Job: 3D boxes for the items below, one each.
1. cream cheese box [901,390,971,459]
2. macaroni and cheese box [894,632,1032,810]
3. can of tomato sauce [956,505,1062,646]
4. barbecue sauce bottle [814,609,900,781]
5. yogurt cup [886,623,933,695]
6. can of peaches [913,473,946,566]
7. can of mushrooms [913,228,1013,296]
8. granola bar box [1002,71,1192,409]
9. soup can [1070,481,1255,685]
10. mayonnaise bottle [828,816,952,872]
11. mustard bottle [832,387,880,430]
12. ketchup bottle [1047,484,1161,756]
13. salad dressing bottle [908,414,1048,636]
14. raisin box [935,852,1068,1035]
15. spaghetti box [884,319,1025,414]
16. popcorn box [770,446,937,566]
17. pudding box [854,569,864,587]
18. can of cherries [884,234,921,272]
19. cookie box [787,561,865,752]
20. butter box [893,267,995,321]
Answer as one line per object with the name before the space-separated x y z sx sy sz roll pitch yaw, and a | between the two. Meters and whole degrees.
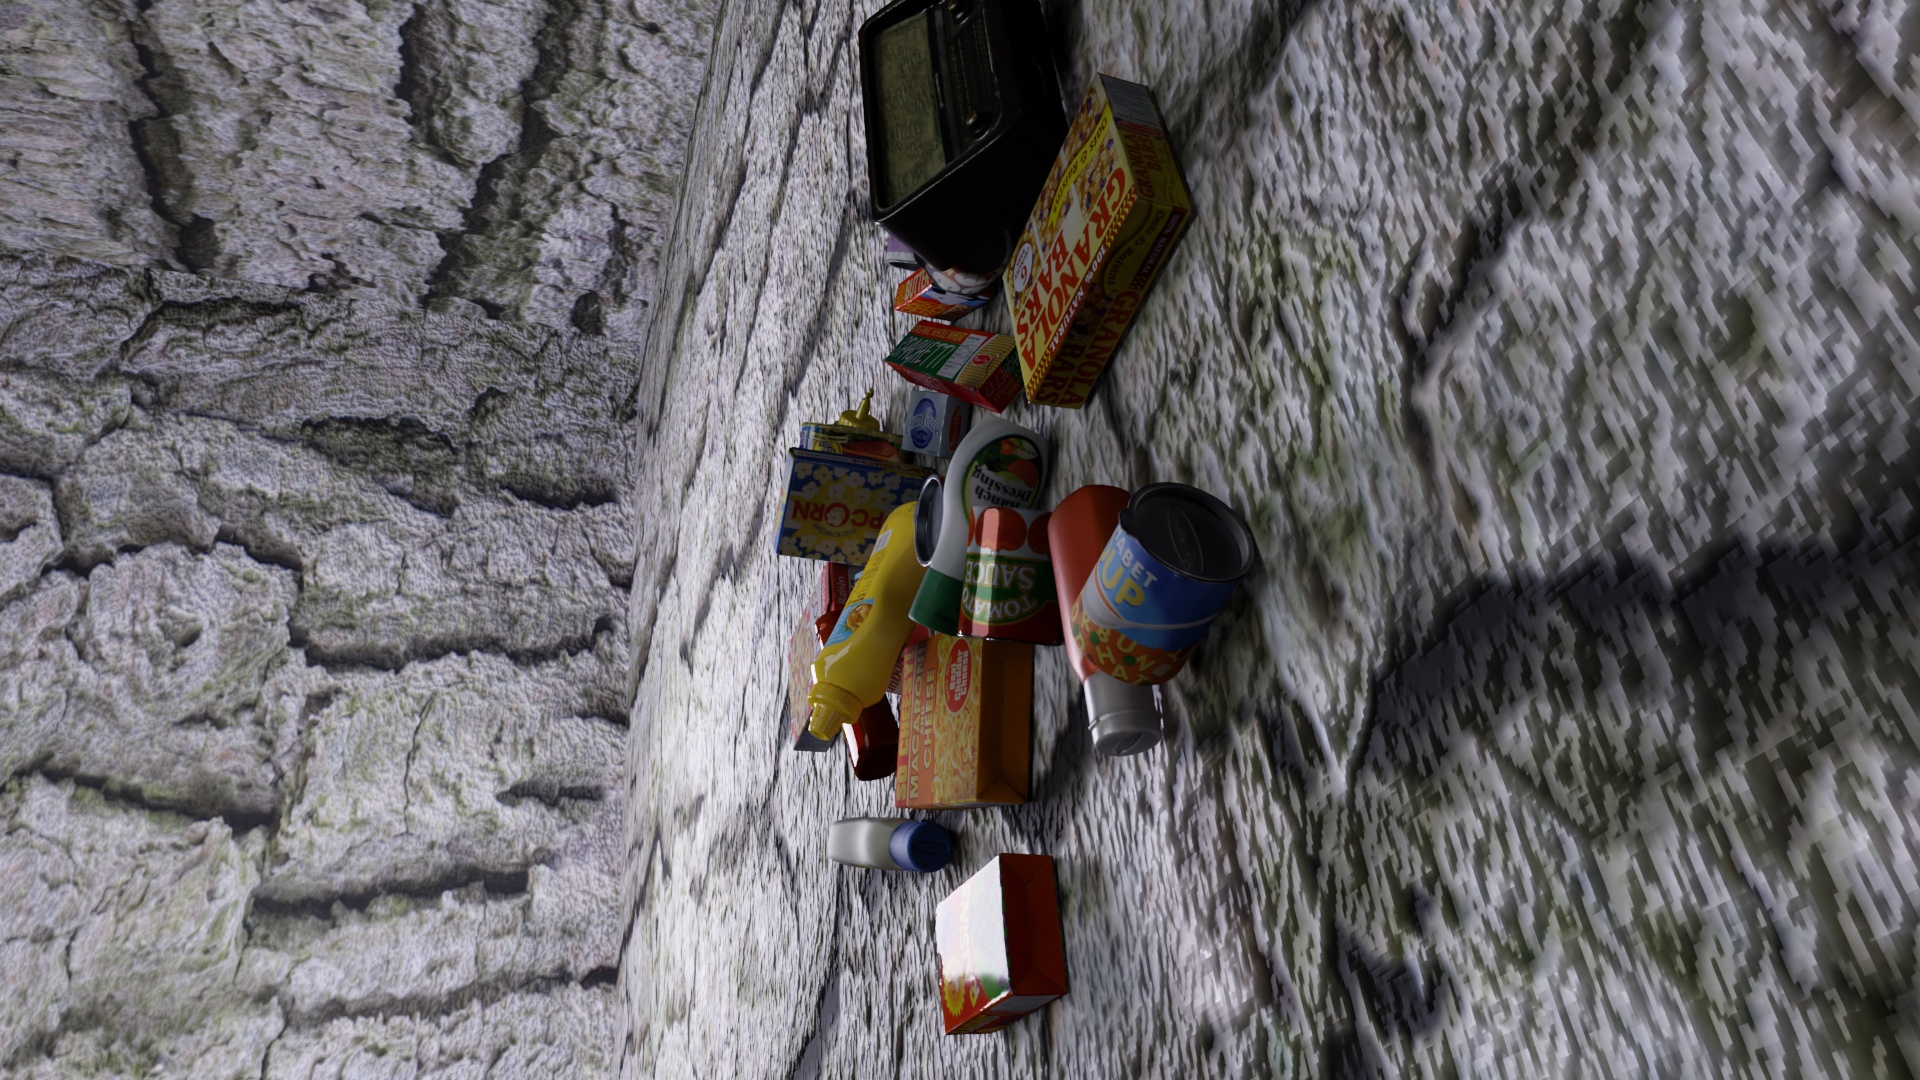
cream cheese box | -0.020 -0.095 1.137 0.104 0.024 0.053 -161 80 -70
macaroni and cheese box | 0.001 0.127 0.980 0.166 0.040 0.124 149 127 -66
can of tomato sauce | 0.034 0.022 0.877 0.071 0.071 0.083 178 98 -71
barbecue sauce bottle | -0.089 0.128 1.189 0.064 0.044 0.149 108 148 -48
yogurt cup | -0.057 0.094 1.136 0.072 0.054 0.072 -171 89 -71
can of peaches | 0.004 -0.012 0.992 0.071 0.058 0.071 -173 89 -71
can of mushrooms | 0.003 -0.220 1.045 0.033 0.071 0.071 149 125 -64
granola bar box | 0.080 -0.182 0.860 0.164 0.039 0.125 118 152 -45
soup can | 0.097 0.022 0.695 0.083 0.071 0.072 115 154 -42
mayonnaise bottle | -0.051 0.233 1.066 0.147 0.065 0.041 158 118 -64
mustard bottle | -0.111 -0.073 1.334 0.049 0.065 0.159 -112 38 -61
ketchup bottle | 0.081 0.045 0.774 0.064 0.043 0.149 121 149 -52
salad dressing bottle | 0.010 -0.009 0.932 0.147 0.064 0.044 -67 20 3
raisin box | 0.023 0.257 0.877 0.122 0.040 0.086 124 146 -54
spaghetti box | -0.003 -0.138 1.066 0.050 0.028 0.250 -49 21 -3
popcorn box | -0.087 -0.025 1.151 0.038 0.127 0.085 -123 44 -66
pudding box | -0.069 0.047 1.222 0.083 0.030 0.050 151 122 -67
can of cherries | -0.024 -0.252 1.143 0.071 0.071 0.058 -161 79 -70
cookie box | -0.130 0.114 1.358 0.166 0.040 0.123 120 150 -48
butter box | -0.014 -0.199 1.111 0.103 0.053 0.024 175 103 -70
